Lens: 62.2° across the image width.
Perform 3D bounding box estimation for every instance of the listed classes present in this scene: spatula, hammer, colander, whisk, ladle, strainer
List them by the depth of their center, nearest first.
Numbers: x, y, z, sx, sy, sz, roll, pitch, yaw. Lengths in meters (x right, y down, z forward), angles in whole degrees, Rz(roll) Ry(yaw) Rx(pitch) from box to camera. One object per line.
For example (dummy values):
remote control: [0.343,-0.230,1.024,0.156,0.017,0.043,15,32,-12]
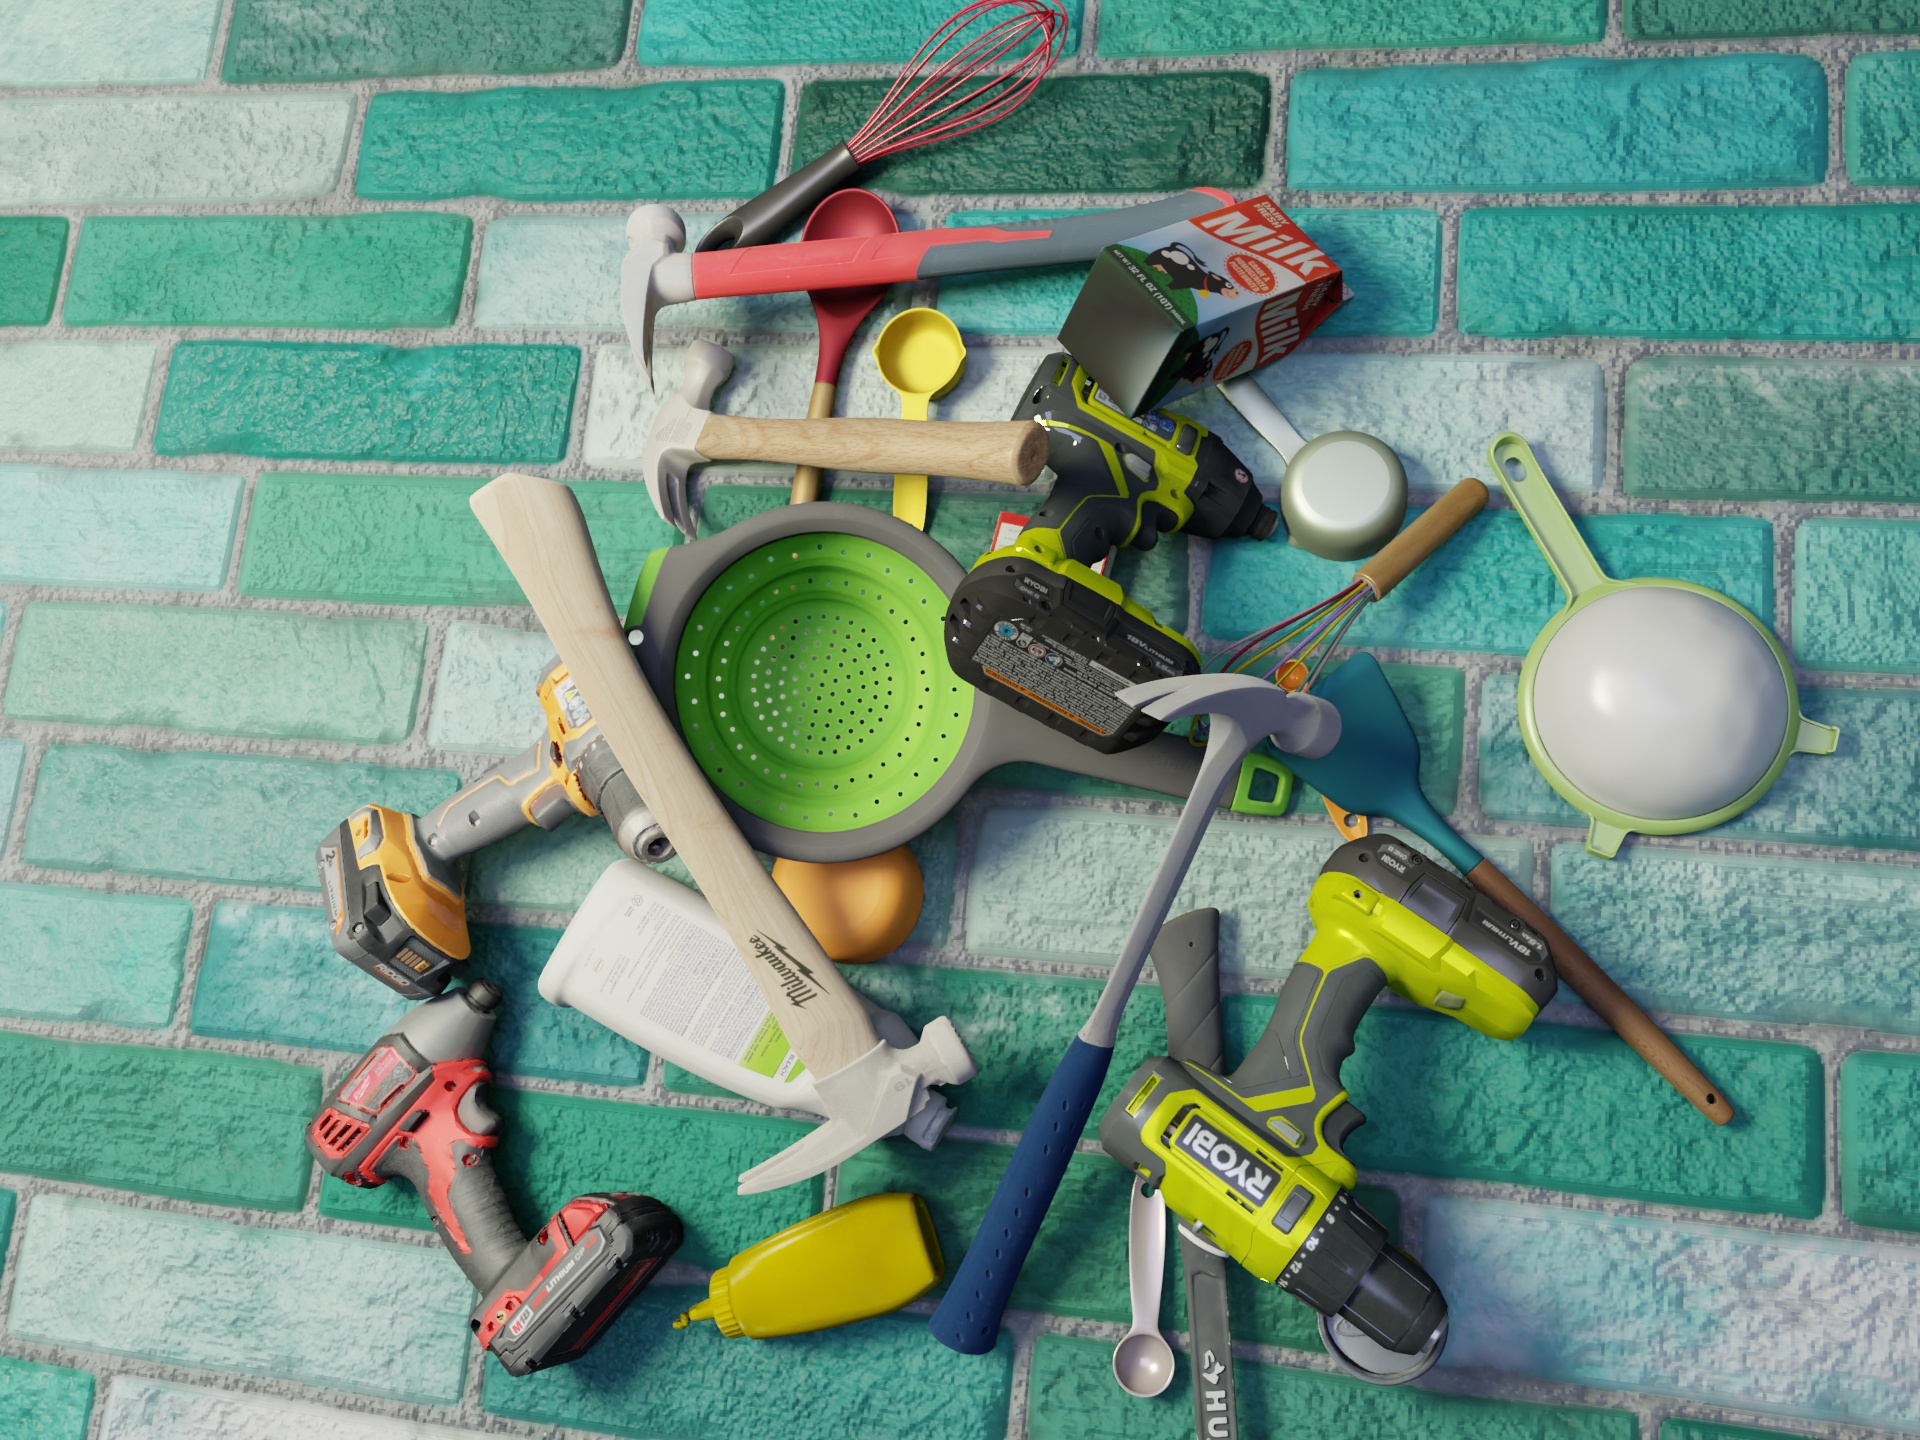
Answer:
hammer: [0.073,0.161,0.854,0.035,0.144,0.405,34,105,47]
hammer: [-0.154,0.056,0.864,0.146,0.038,0.410,-31,94,-6]
hammer: [0.140,0.306,0.870,0.149,0.036,0.409,0,75,-3]
spatula: [0.306,0.100,0.886,0.082,0.044,0.318,-42,75,-5]
strainer: [0.370,-0.061,0.895,0.151,0.069,0.256,-26,76,5]
whisk: [0.220,-0.065,0.914,0.245,0.047,0.051,-40,31,-15]
colander: [-0.002,-0.003,0.948,0.397,0.094,0.204,13,89,-6]
hammer: [-0.081,-0.163,0.948,0.331,0.031,0.130,13,78,43]
hammer: [-0.017,-0.281,0.993,0.386,0.038,0.143,-6,55,-1]
ladle: [-0.092,-0.194,1.037,0.069,0.031,0.315,8,81,8]
whisk: [-0.056,-0.387,1.059,0.296,0.073,0.073,-32,74,9]

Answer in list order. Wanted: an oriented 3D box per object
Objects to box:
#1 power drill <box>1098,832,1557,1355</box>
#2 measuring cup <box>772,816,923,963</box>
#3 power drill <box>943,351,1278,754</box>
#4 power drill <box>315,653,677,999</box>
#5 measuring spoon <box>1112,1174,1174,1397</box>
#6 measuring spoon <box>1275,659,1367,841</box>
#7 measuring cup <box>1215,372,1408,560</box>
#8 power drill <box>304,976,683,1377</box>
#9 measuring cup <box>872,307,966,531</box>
power drill: [0.211,0.192,0.836,0.191,0.080,0.228,35,72,19]
measuring cup: [-0.105,0.079,0.965,0.174,0.052,0.095,32,86,14]
power drill: [0.091,-0.097,0.903,0.171,0.080,0.223,28,50,-7]
power drill: [-0.268,0.070,0.956,0.226,0.084,0.186,-38,43,1]
measuring spoon: [0.104,0.314,0.897,0.034,0.018,0.124,4,72,0]
measuring spoon: [0.214,0.019,0.941,0.021,0.011,0.117,-21,78,7]
measuring cup: [0.203,-0.171,0.967,0.083,0.038,0.168,-39,76,1]
power drill: [-0.278,0.266,0.950,0.220,0.078,0.143,40,87,19]
measuring cup: [-0.027,-0.186,1.029,0.062,0.029,0.156,4,90,12]
